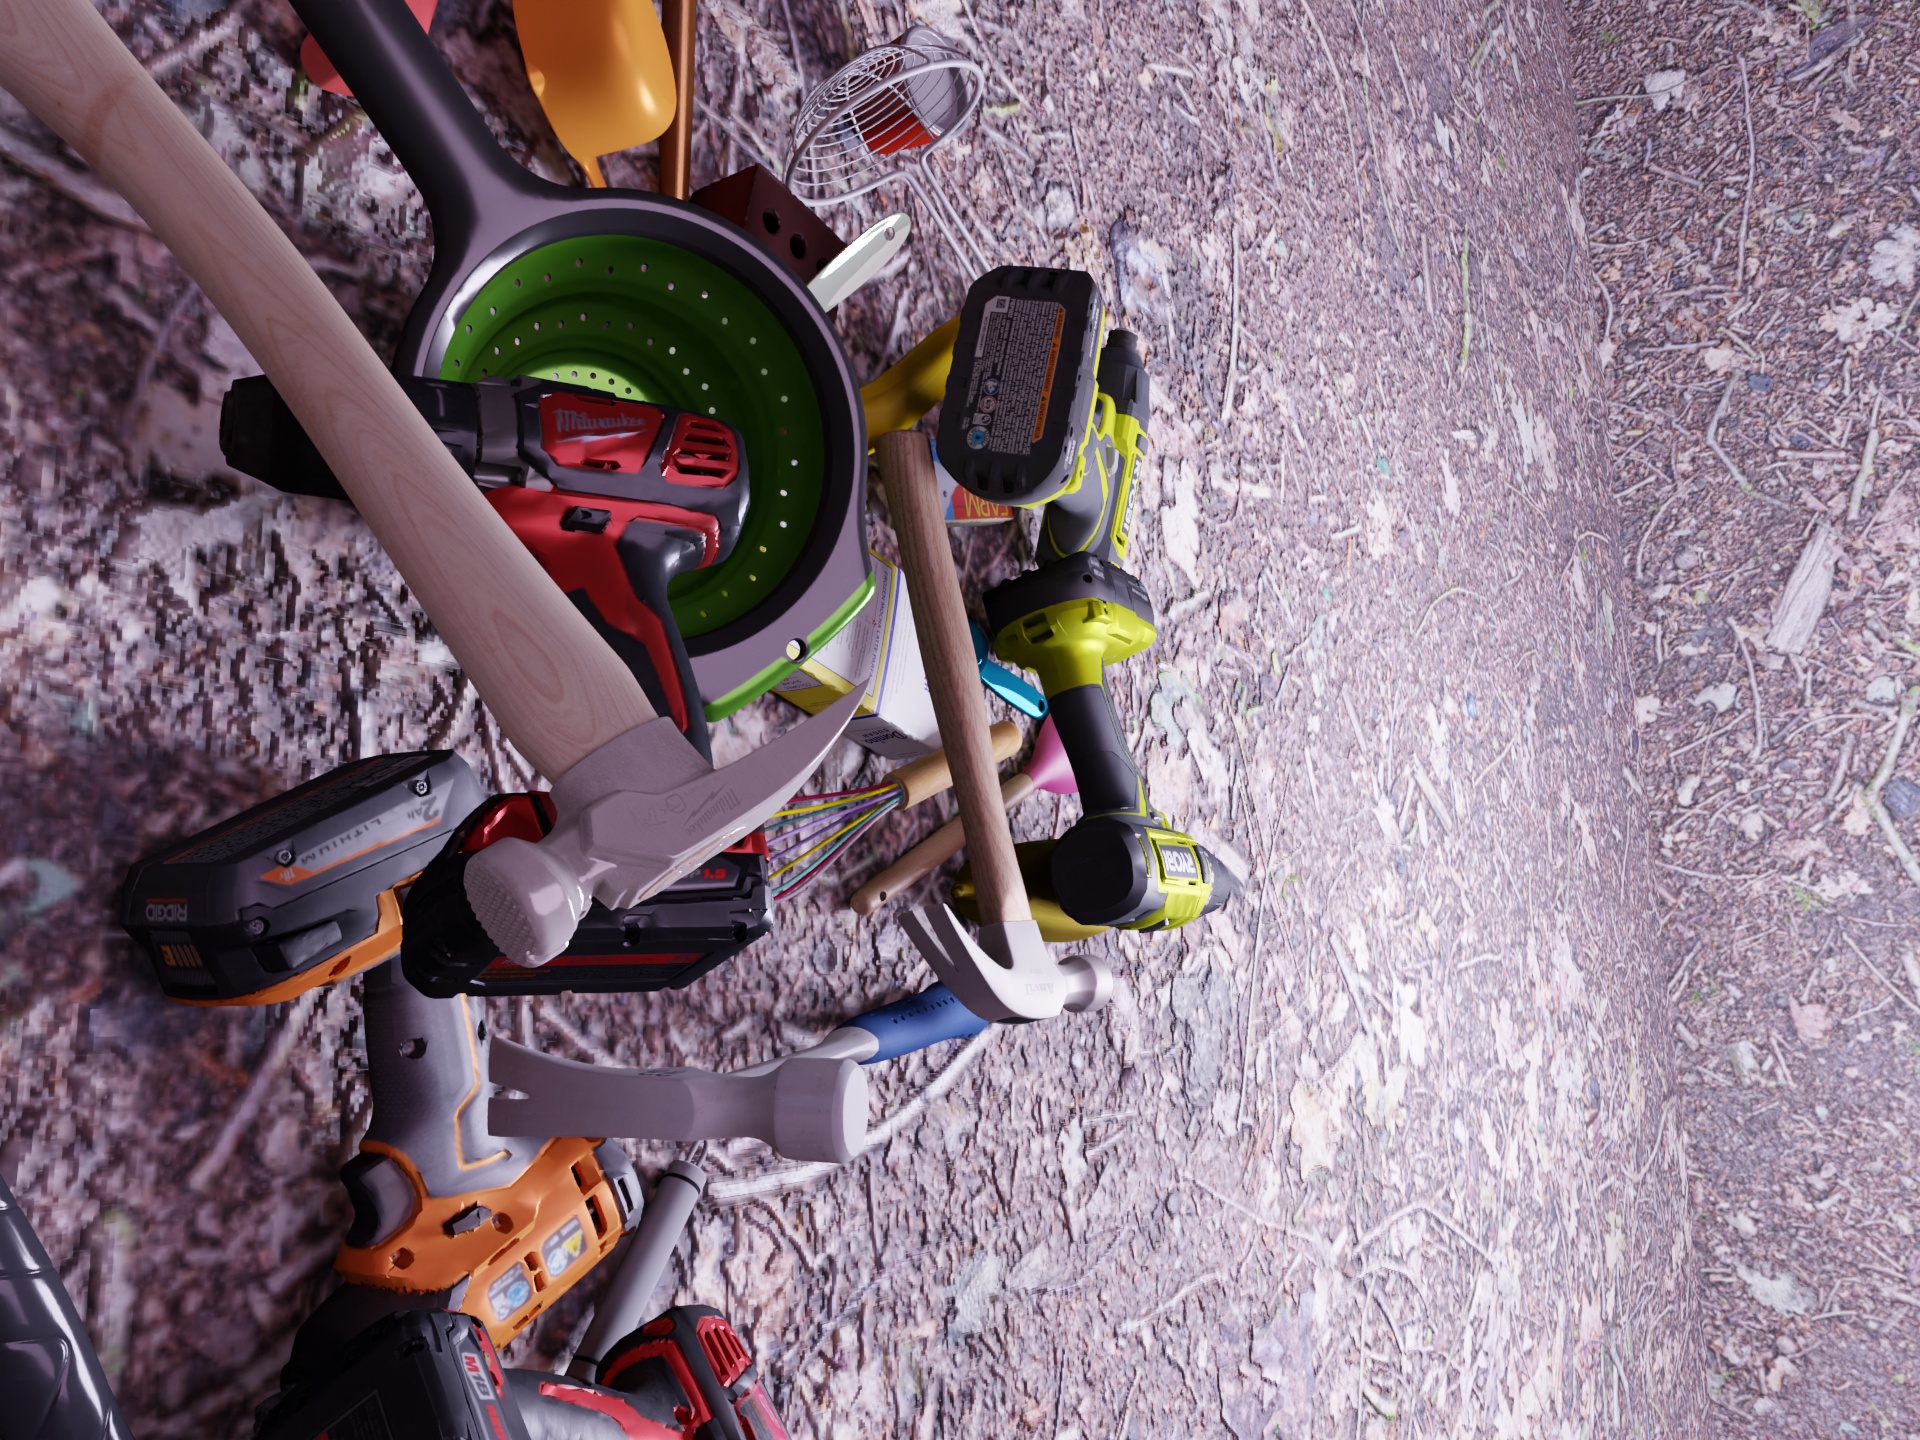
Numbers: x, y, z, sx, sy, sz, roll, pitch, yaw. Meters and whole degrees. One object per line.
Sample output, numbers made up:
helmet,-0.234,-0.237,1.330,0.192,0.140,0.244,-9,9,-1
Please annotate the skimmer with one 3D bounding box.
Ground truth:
skimmer,0.017,-0.267,0.989,0.362,0.127,0.090,47,17,-47

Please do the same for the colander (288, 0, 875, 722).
colander,-0.193,-0.183,0.670,0.204,0.094,0.396,-41,109,-24

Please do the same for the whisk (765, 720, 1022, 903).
whisk,-0.048,0.043,0.834,0.245,0.051,0.047,-24,115,-44

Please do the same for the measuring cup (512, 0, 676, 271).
measuring cup,-0.156,-0.278,0.765,0.095,0.052,0.173,-90,164,-61

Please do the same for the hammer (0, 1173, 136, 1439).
hammer,-0.326,0.112,0.478,0.149,0.036,0.408,-34,111,-51

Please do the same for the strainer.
strainer,-0.160,0.284,0.669,0.259,0.050,0.086,-66,149,-42

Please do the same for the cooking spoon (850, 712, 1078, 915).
cooking spoon,0.028,0.050,0.996,0.319,0.017,0.068,-32,115,-52

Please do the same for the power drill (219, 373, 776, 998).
power drill,-0.159,-0.023,0.560,0.187,0.080,0.227,4,66,-31

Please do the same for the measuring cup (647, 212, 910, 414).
measuring cup,-0.093,-0.211,0.815,0.167,0.038,0.083,-45,131,-18

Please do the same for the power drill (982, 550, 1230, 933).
power drill,0.101,0.023,1.004,0.190,0.080,0.229,14,58,-60

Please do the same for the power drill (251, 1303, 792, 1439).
power drill,-0.125,0.277,0.554,0.143,0.078,0.219,55,9,31

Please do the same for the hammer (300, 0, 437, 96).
hammer,-0.225,-0.426,0.736,0.149,0.037,0.359,43,50,-41

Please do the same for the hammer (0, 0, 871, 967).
hammer,-0.202,-0.118,0.527,0.146,0.038,0.411,-34,80,-36

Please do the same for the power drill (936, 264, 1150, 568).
power drill,0.066,-0.186,0.981,0.223,0.080,0.171,20,81,-70

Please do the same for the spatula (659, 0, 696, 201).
spatula,-0.135,-0.406,0.821,0.081,0.041,0.322,-174,-94,-87

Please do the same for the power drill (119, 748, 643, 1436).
power drill,-0.216,0.142,0.587,0.164,0.084,0.226,-35,115,-51

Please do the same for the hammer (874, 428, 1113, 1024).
hammer,-0.001,-0.003,0.850,0.130,0.031,0.331,6,66,-50

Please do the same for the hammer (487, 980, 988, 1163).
hammer,-0.058,0.146,0.717,0.405,0.144,0.035,21,69,-75

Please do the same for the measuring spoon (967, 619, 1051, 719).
measuring spoon,0.030,-0.029,1.014,0.128,0.021,0.042,32,57,-47
